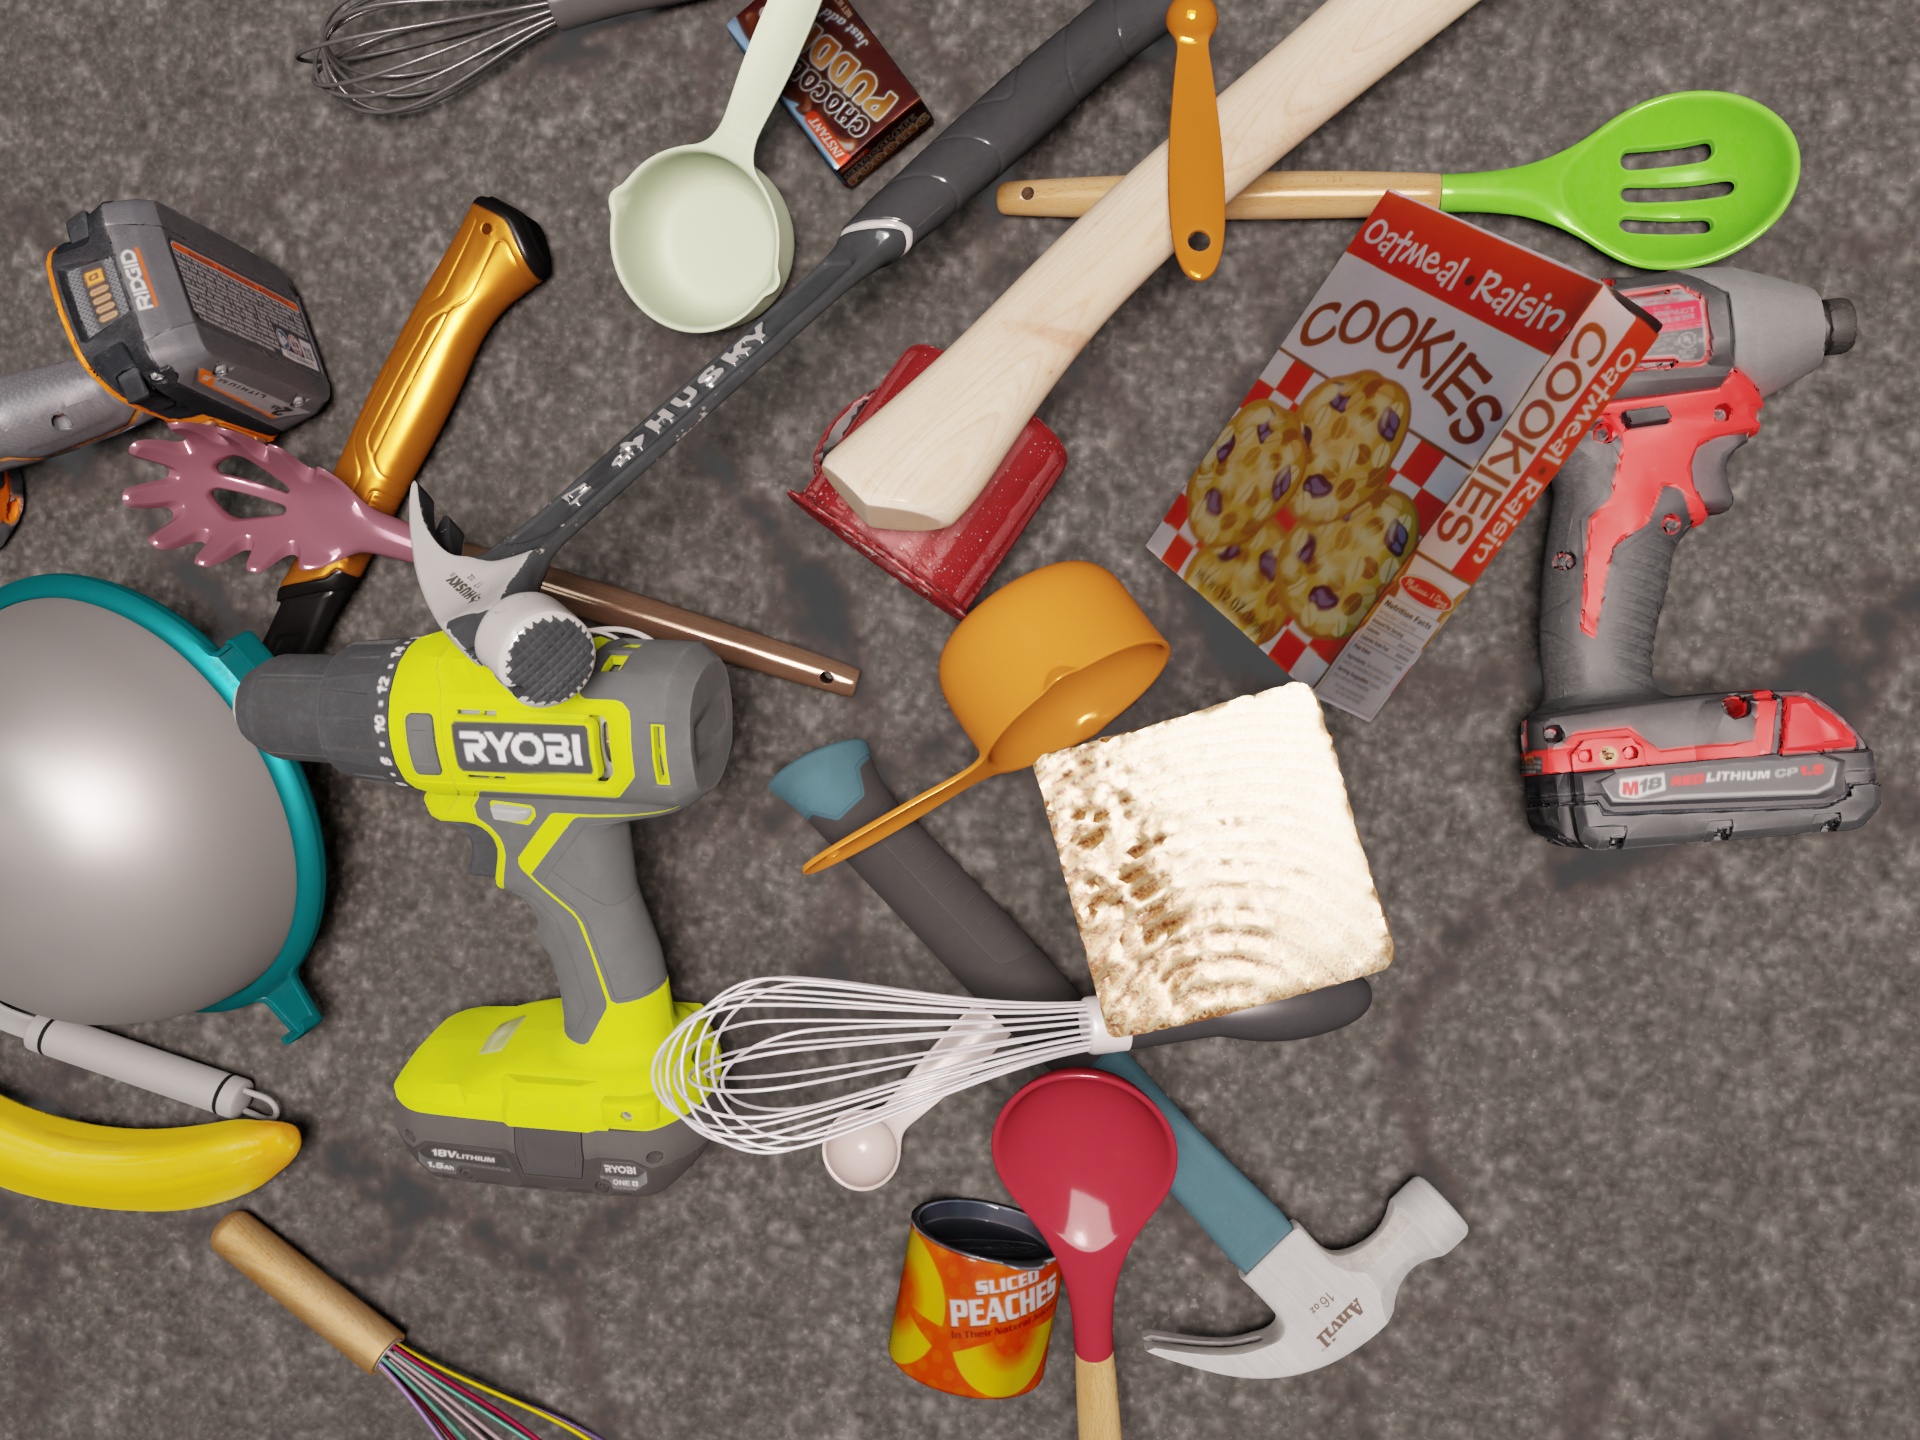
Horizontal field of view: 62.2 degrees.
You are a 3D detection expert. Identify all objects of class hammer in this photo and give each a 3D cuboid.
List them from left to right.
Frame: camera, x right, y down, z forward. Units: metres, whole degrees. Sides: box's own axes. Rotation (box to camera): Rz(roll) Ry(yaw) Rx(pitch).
[{"bbox_3d":[-0.287,-0.086,0.723,0.127,0.034,0.337,30,94,7],"label":"hammer"},{"bbox_3d":[-0.050,-0.175,0.624,0.409,0.036,0.149,-45,42,-12],"label":"hammer"},{"bbox_3d":[0.046,0.131,0.662,0.128,0.033,0.331,-44,82,-3],"label":"hammer"},{"bbox_3d":[0.099,-0.229,0.611,0.410,0.038,0.146,-43,82,-8],"label":"hammer"}]

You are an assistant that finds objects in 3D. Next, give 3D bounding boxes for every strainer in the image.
[{"bbox_3d":[-0.443,0.040,0.688,0.340,0.095,0.211,11,115,16],"label":"strainer"},{"bbox_3d":[-0.437,0.144,0.746,0.258,0.050,0.087,16,108,6],"label":"strainer"}]

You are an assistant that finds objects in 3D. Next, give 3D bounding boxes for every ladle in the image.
[{"bbox_3d":[0.056,0.271,0.628,0.069,0.031,0.315,-2,107,10],"label":"ladle"}]

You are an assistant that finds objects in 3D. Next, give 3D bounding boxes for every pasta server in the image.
[{"bbox_3d":[-0.196,-0.061,0.683,0.316,0.040,0.060,17,106,-1],"label":"pasta server"}]

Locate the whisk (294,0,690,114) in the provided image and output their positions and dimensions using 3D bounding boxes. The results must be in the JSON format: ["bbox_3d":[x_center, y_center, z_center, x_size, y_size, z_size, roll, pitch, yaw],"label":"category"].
[{"bbox_3d":[-0.178,-0.317,0.701,0.239,0.055,0.055,-13,88,6],"label":"whisk"}]

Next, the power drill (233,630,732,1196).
[{"bbox_3d":[-0.184,0.071,0.641,0.190,0.080,0.228,2,113,10],"label":"power drill"}]

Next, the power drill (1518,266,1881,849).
[{"bbox_3d":[0.276,-0.064,0.611,0.143,0.078,0.220,-6,86,10],"label":"power drill"}]

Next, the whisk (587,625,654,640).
[{"bbox_3d":[-0.236,-0.010,0.679,0.246,0.057,0.059,-1,81,11],"label":"whisk"}]

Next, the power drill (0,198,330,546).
[{"bbox_3d":[-0.412,-0.137,0.680,0.226,0.164,0.084,-21,86,7],"label":"power drill"}]

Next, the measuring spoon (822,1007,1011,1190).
[{"bbox_3d":[-0.010,0.153,0.689,0.124,0.018,0.034,-45,82,0],"label":"measuring spoon"}]

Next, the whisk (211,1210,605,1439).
[{"bbox_3d":[-0.242,0.300,0.711,0.245,0.051,0.047,32,101,11],"label":"whisk"}]

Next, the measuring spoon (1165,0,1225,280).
[{"bbox_3d":[0.087,-0.217,0.584,0.021,0.011,0.117,0,78,1],"label":"measuring spoon"}]

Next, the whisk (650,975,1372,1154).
[{"bbox_3d":[0.025,0.120,0.613,0.284,0.070,0.070,-5,89,-10],"label":"whisk"}]

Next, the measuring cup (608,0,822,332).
[{"bbox_3d":[-0.089,-0.245,0.673,0.083,0.038,0.167,29,106,4],"label":"measuring cup"}]

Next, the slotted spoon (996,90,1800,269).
[{"bbox_3d":[0.170,-0.218,0.652,0.314,0.031,0.070,3,90,11],"label":"slotted spoon"}]

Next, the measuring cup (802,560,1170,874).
[{"bbox_3d":[-0.001,-0.002,0.645,0.173,0.095,0.052,-32,72,4],"label":"measuring cup"}]
